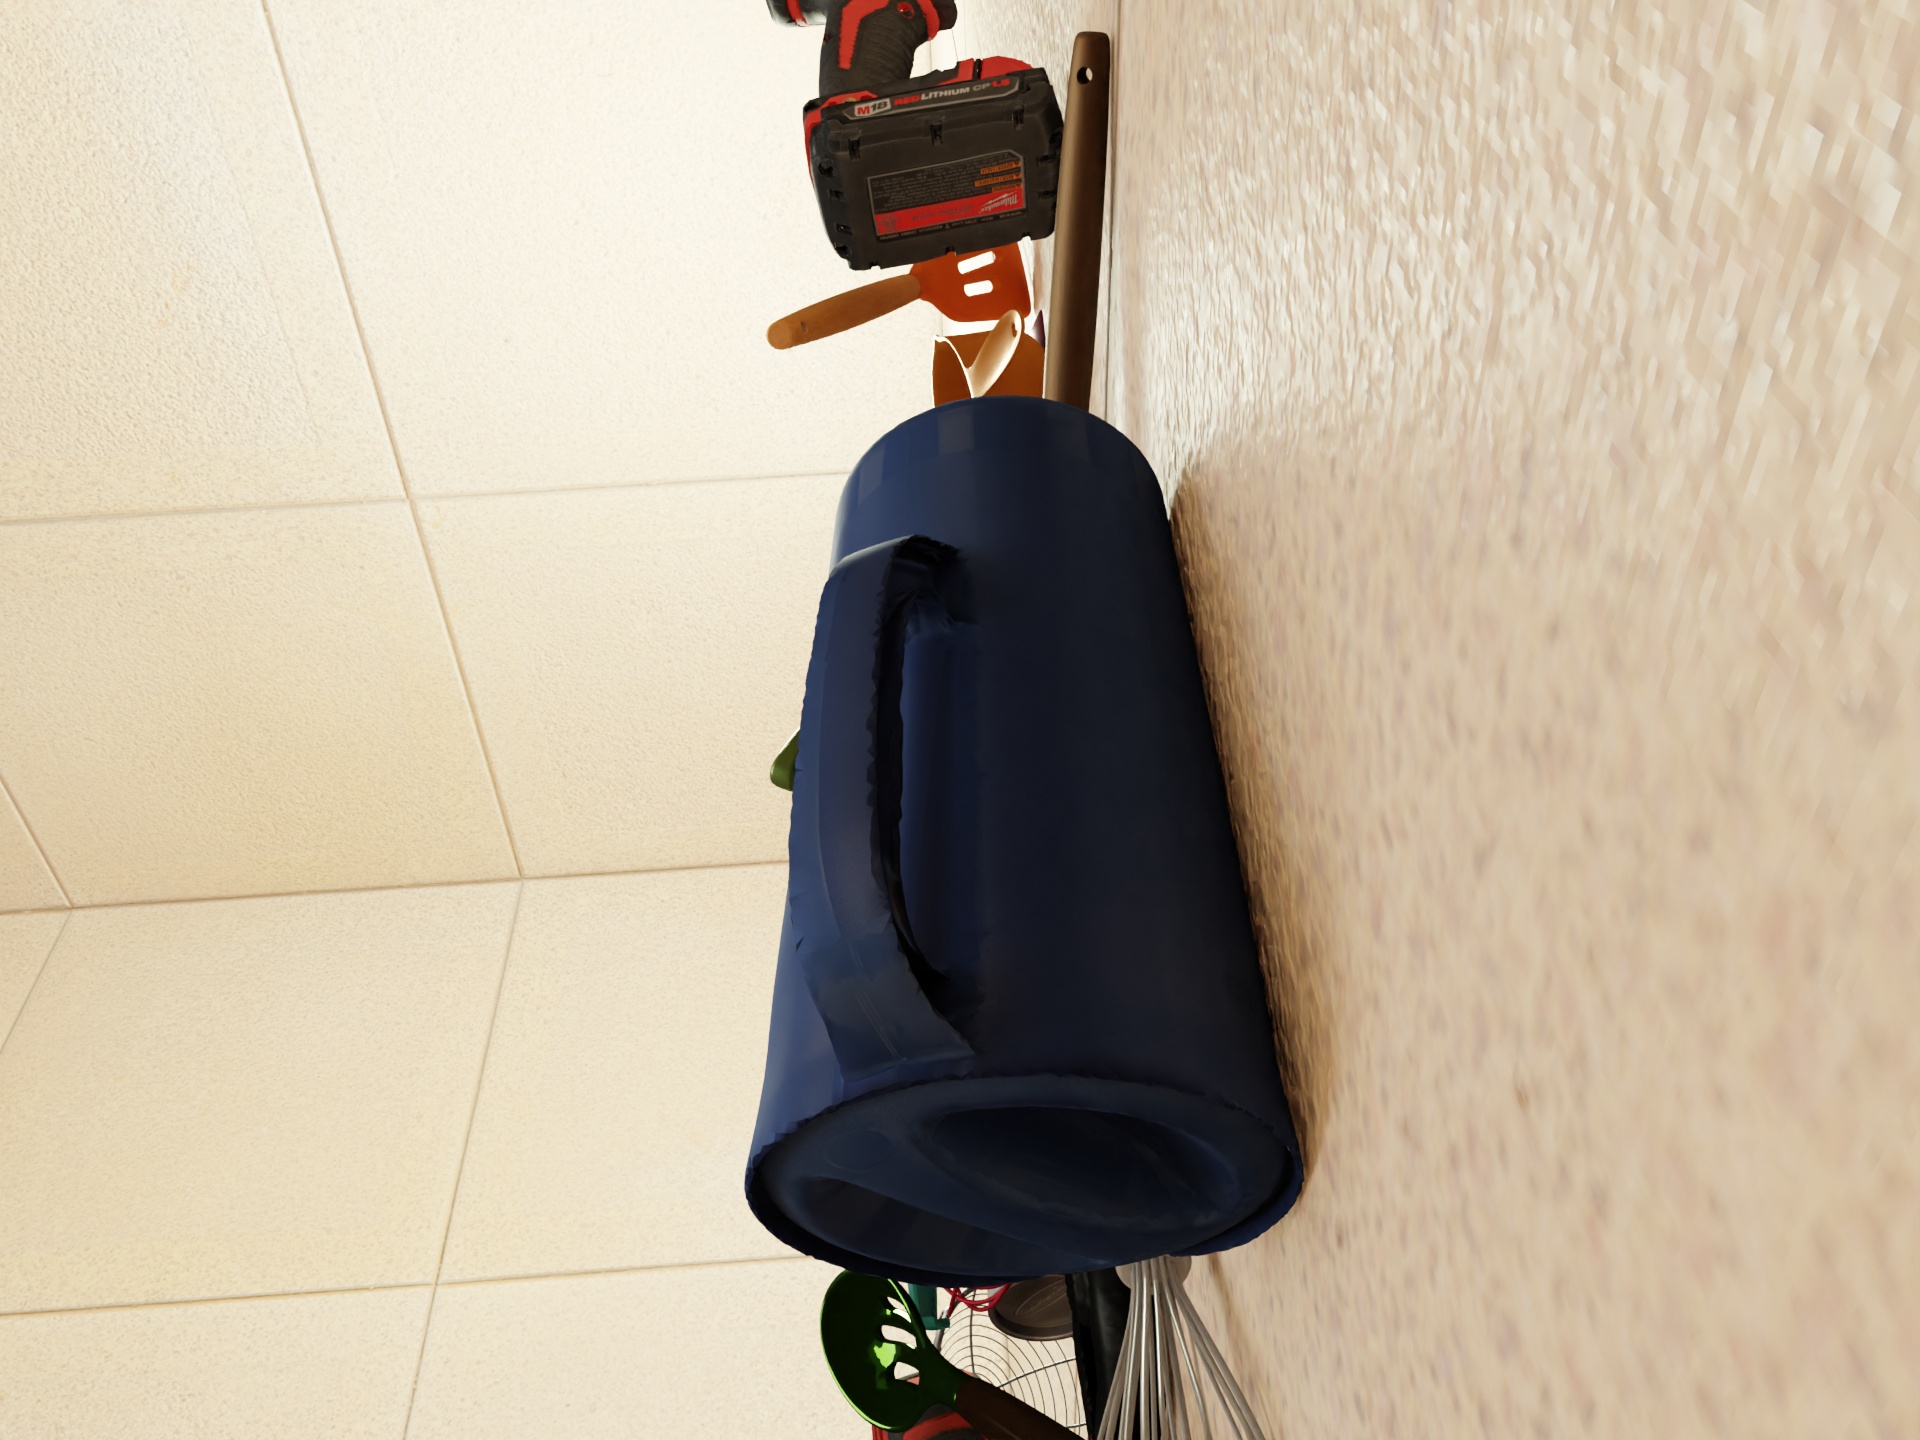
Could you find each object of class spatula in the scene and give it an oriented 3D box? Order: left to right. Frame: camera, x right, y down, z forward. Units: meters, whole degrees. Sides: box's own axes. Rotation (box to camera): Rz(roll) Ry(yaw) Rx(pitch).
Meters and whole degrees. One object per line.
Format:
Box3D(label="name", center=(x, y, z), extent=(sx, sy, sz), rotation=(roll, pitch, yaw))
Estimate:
Box3D(label="spatula", center=(-0.026, -0.224, 0.822), extent=(0.323, 0.041, 0.081), rotation=(-53, -51, -63))
Box3D(label="spatula", center=(0.039, -0.099, 0.628), extent=(0.044, 0.082, 0.317), rotation=(-49, -35, -59))

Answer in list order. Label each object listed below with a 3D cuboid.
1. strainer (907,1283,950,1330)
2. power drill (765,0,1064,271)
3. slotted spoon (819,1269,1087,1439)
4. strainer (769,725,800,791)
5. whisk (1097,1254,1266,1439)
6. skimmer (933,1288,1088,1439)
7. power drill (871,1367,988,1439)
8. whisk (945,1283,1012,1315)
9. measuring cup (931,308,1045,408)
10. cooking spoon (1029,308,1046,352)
Box3D(label="strainer", center=(0.035, 0.132, 0.826), extent=(0.340, 0.095, 0.211), rotation=(-50, -55, -61))
Box3D(label="power drill", center=(-0.019, -0.330, 0.773), extent=(0.078, 0.143, 0.220), rotation=(81, 178, -60))
Box3D(label="slotted spoon", center=(0.016, 0.262, 0.591), extent=(0.314, 0.031, 0.070), rotation=(167, 100, -64))
Box3D(label="strainer", center=(-0.014, -0.049, 0.896), extent=(0.256, 0.069, 0.151), rotation=(-56, -25, -33))
Box3D(label="whisk", center=(0.061, 0.180, 0.506), extent=(0.057, 0.059, 0.246), rotation=(58, -166, -20))
Box3D(label="skimmer", center=(0.062, 0.402, 0.798), extent=(0.090, 0.127, 0.363), rotation=(-51, 13, -4))
Box3D(label="power drill", center=(0.019, 0.387, 0.668), extent=(0.226, 0.080, 0.188), rotation=(139, 123, -70))
Box3D(label="whisk", center=(0.026, 0.105, 0.641), extent=(0.073, 0.073, 0.295), rotation=(-100, 22, -77))
Box3D(label="measuring cup", center=(0.030, -0.170, 0.801), extent=(0.173, 0.052, 0.095), rotation=(141, 116, -74))
Box3D(label="cooking spoon", center=(0.040, -0.143, 0.994), extent=(0.318, 0.017, 0.069), rotation=(92, 174, -67))
